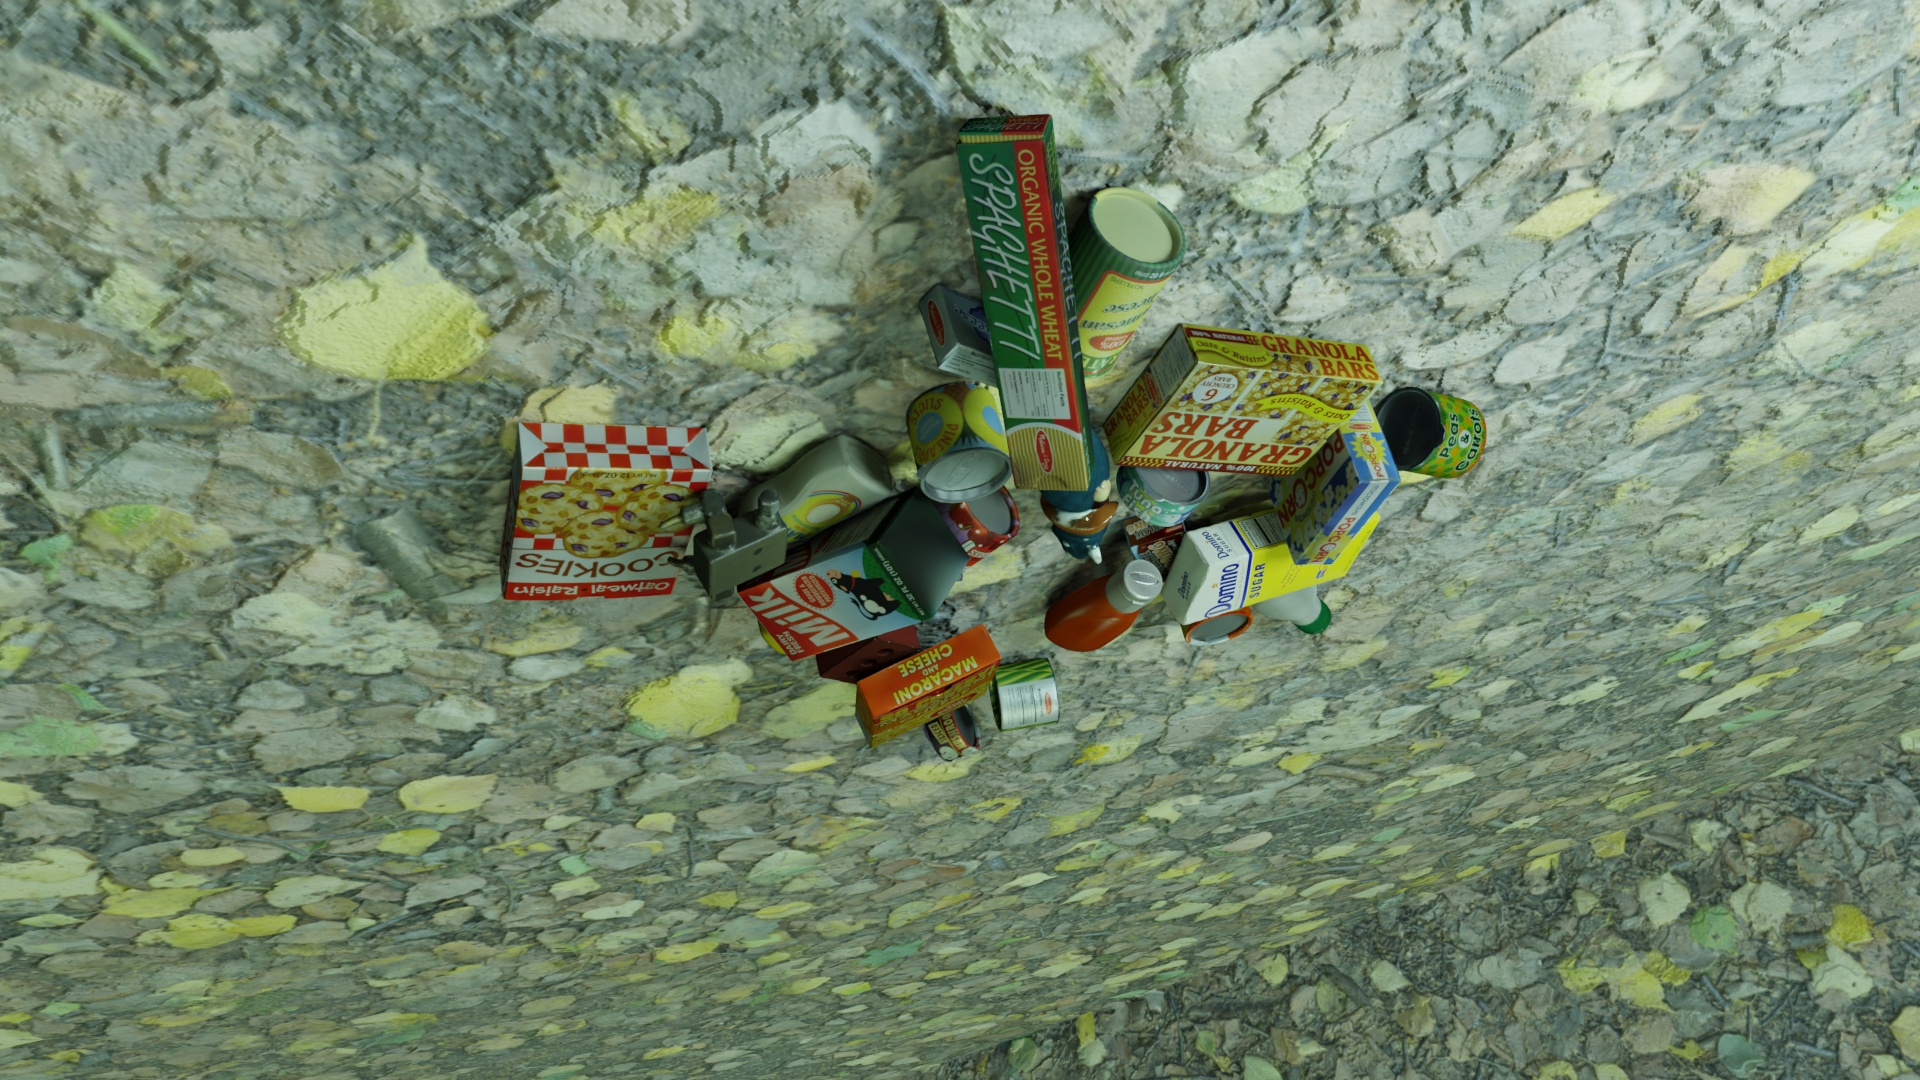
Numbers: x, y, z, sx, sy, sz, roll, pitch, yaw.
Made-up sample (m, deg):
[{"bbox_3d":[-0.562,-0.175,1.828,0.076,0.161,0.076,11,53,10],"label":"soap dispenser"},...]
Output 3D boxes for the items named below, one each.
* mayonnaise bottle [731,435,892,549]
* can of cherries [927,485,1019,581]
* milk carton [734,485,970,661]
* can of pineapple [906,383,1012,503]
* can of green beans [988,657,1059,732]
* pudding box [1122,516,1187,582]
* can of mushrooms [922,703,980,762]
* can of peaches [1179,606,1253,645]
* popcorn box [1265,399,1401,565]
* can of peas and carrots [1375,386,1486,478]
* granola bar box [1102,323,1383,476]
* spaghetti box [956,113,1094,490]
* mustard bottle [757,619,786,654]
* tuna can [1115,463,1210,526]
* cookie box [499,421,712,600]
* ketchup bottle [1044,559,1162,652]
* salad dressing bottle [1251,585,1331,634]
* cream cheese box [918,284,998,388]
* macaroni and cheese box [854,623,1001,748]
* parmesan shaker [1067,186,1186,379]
[{"bbox_3d":[-0.123,-0.023,1.012,0.147,0.041,0.064,-29,146,25],"label":"mayonnaise bottle"},{"bbox_3d":[0.004,-0.013,1.052,0.058,0.072,0.071,-35,144,32],"label":"can of cherries"},{"bbox_3d":[-0.094,0.031,1.037,0.190,0.074,0.072,-18,115,37],"label":"milk carton"},{"bbox_3d":[-0.002,-0.068,0.968,0.071,0.058,0.070,-11,150,-6],"label":"can of pineapple"},{"bbox_3d":[0.062,0.152,1.364,0.058,0.071,0.071,-8,150,-8],"label":"can of green beans"},{"bbox_3d":[0.172,0.005,1.195,0.049,0.030,0.083,-17,150,8],"label":"pudding box"},{"bbox_3d":[-0.010,0.186,1.390,0.033,0.071,0.071,-25,148,17],"label":"can of mushrooms"},{"bbox_3d":[0.231,0.057,1.280,0.071,0.058,0.071,-10,151,-6],"label":"can of peaches"},{"bbox_3d":[0.293,-0.047,1.100,0.038,0.085,0.126,-3,149,-15],"label":"popcorn box"},{"bbox_3d":[0.369,-0.083,1.088,0.059,0.071,0.070,7,144,-33],"label":"can of peas and carrots"},{"bbox_3d":[0.207,-0.099,1.023,0.166,0.039,0.123,2,147,-25],"label":"granola bar box"},{"bbox_3d":[0.042,-0.131,0.817,0.050,0.029,0.248,2,133,15],"label":"spaghetti box"},{"bbox_3d":[-0.086,0.046,1.138,0.160,0.049,0.065,-21,151,12],"label":"mustard bottle"},{"bbox_3d":[0.154,-0.044,1.063,0.071,0.071,0.032,1,147,-25],"label":"tuna can"},{"bbox_3d":[-0.251,-0.016,0.970,0.123,0.040,0.166,0,147,-24],"label":"cookie box"},{"bbox_3d":[0.129,0.058,1.222,0.065,0.044,0.148,11,157,-16],"label":"ketchup bottle"},{"bbox_3d":[0.316,0.054,1.328,0.064,0.044,0.147,-31,148,18],"label":"salad dressing bottle"},{"bbox_3d":[0.023,-0.123,0.890,0.104,0.053,0.024,14,138,-40],"label":"cream cheese box"},{"bbox_3d":[-0.032,0.134,1.255,0.124,0.040,0.166,-24,167,-11],"label":"macaroni and cheese box"},{"bbox_3d":[0.084,-0.155,0.846,0.071,0.071,0.102,0,147,-23],"label":"parmesan shaker"}]
